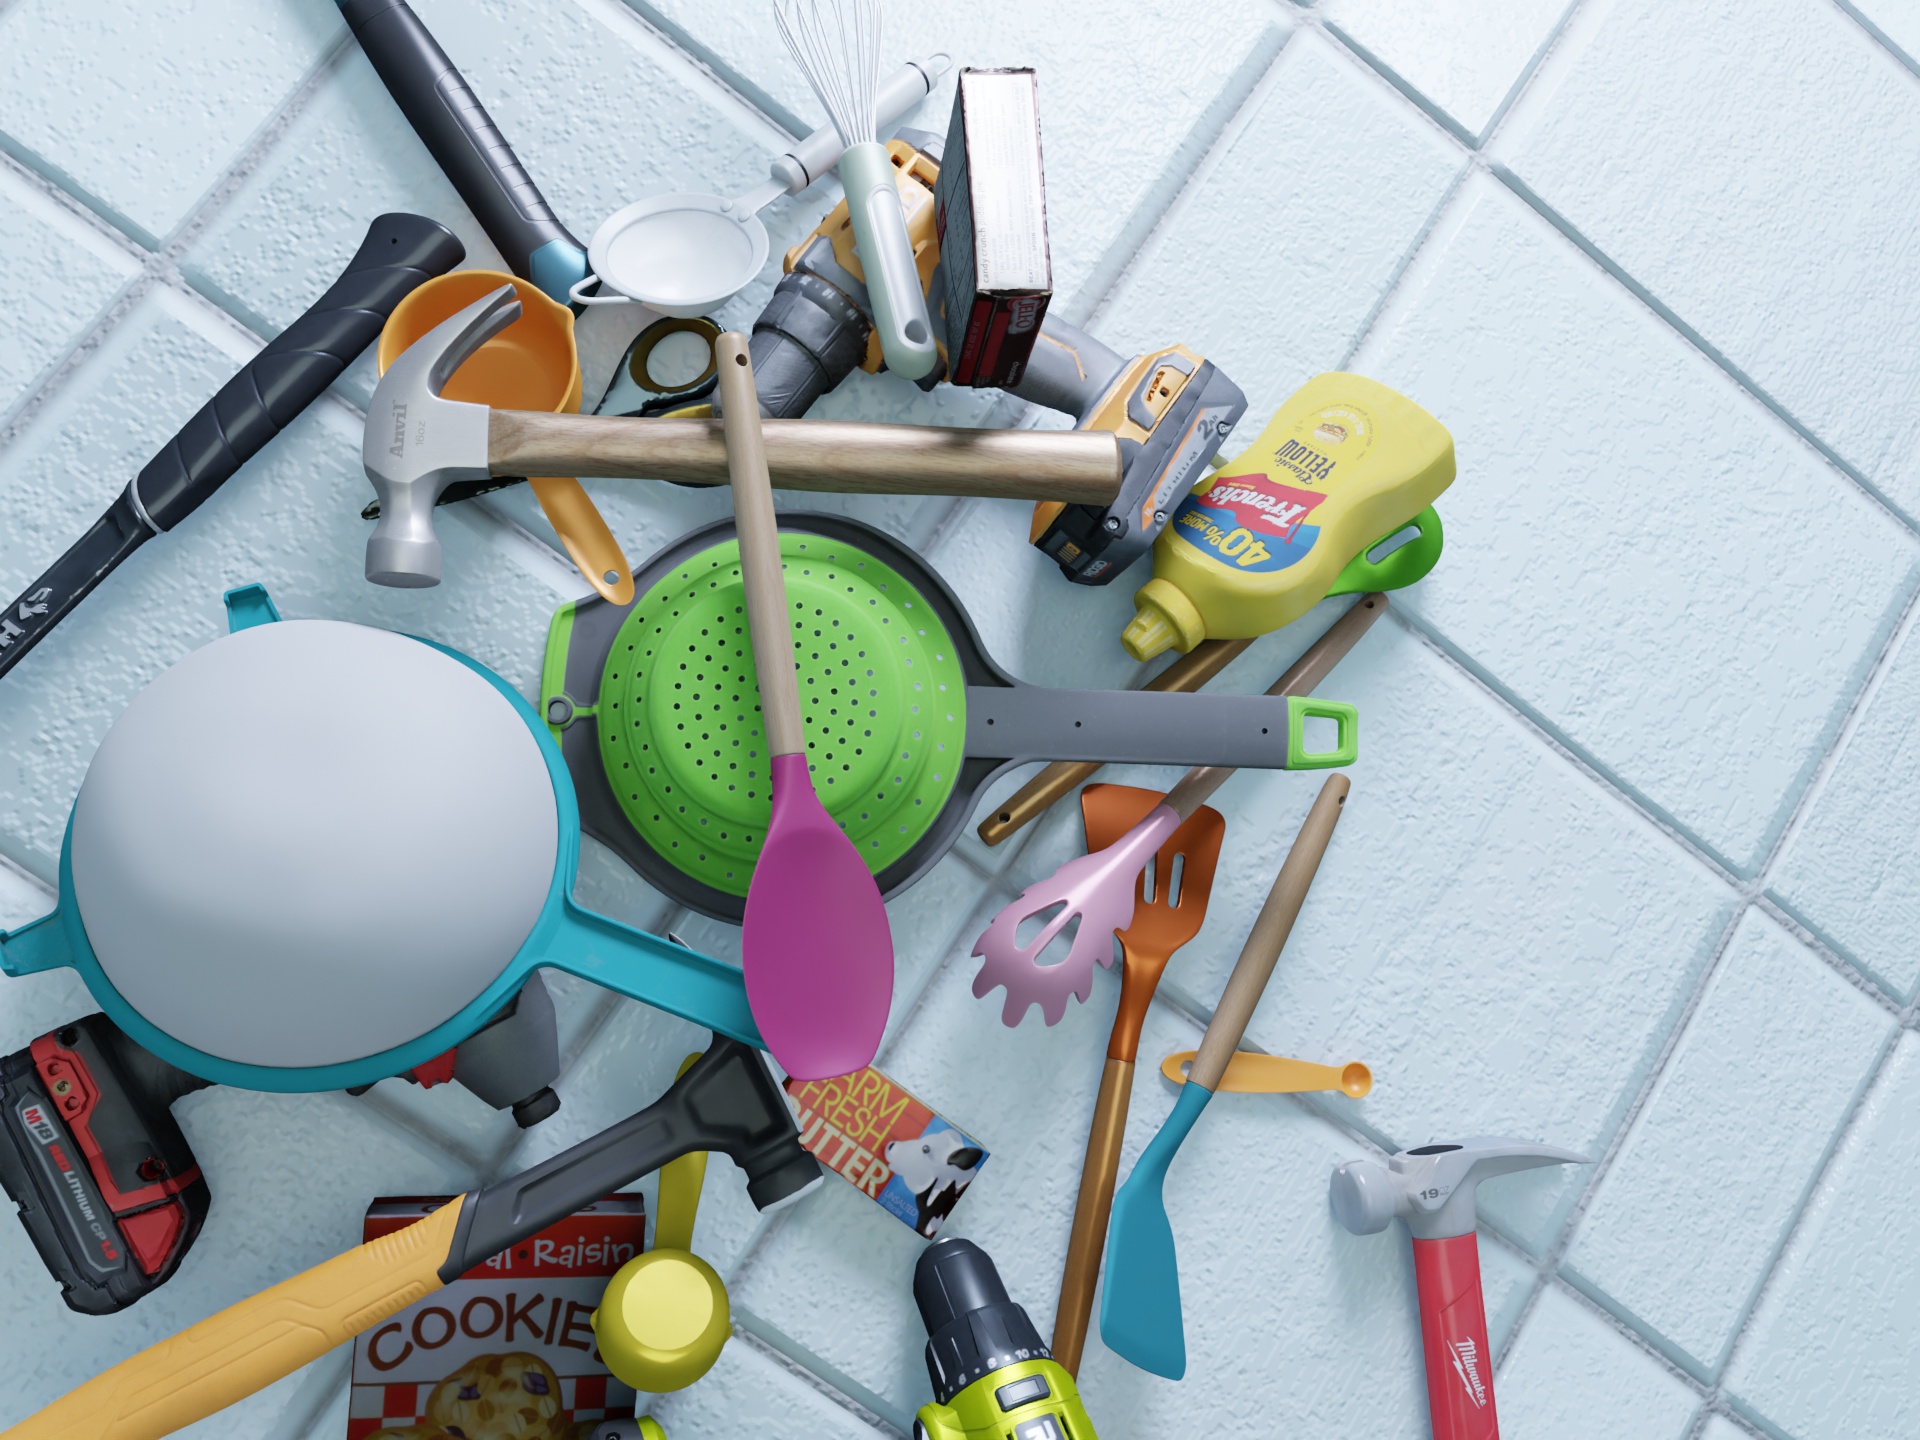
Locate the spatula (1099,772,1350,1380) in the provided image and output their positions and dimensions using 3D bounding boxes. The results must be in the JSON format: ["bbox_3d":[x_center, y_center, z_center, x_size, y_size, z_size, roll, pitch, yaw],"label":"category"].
[{"bbox_3d":[0.141,0.166,0.805,0.082,0.044,0.317,42,69,-40],"label":"spatula"}]

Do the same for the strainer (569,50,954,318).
[{"bbox_3d":[-0.090,-0.265,0.794,0.087,0.050,0.258,36,67,22],"label":"strainer"}]

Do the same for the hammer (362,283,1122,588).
[{"bbox_3d":[-0.091,-0.121,0.709,0.331,0.031,0.130,0,82,-10],"label":"hammer"}]

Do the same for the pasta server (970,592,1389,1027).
[{"bbox_3d":[0.122,0.034,0.814,0.060,0.040,0.316,40,65,16],"label":"pasta server"}]

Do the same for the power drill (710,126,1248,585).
[{"bbox_3d":[0.006,-0.161,0.788,0.226,0.084,0.185,37,73,-4],"label":"power drill"}]

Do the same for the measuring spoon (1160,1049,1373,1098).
[{"bbox_3d":[0.160,0.185,0.835,0.117,0.011,0.021,6,79,-10],"label":"measuring spoon"}]

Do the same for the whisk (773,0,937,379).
[{"bbox_3d":[-0.047,-0.272,0.750,0.057,0.059,0.246,-4,73,-32],"label":"whisk"}]

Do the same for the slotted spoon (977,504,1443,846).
[{"bbox_3d":[0.134,-0.033,0.836,0.314,0.031,0.070,-37,71,-11],"label":"slotted spoon"}]

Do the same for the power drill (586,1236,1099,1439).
[{"bbox_3d":[-0.048,0.335,0.689,0.228,0.080,0.191,-9,46,-22],"label":"power drill"}]

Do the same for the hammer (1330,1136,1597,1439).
[{"bbox_3d":[0.282,0.416,0.828,0.143,0.038,0.386,-4,86,-16],"label":"hammer"}]

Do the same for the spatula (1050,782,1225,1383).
[{"bbox_3d":[0.075,0.194,0.807,0.081,0.041,0.322,12,86,-11],"label":"spatula"}]

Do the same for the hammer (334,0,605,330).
[{"bbox_3d":[-0.275,-0.335,0.762,0.128,0.033,0.331,-35,94,-15],"label":"hammer"}]

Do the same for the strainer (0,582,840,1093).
[{"bbox_3d":[-0.206,0.060,0.644,0.340,0.095,0.211,21,63,2],"label":"strainer"}]

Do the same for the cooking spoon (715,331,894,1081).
[{"bbox_3d":[-0.076,-0.010,0.670,0.068,0.017,0.319,-4,82,-31],"label":"cooking spoon"}]

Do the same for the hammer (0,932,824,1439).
[{"bbox_3d":[-0.231,0.216,0.653,0.337,0.034,0.127,-26,78,-17],"label":"hammer"}]

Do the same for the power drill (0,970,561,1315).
[{"bbox_3d":[-0.289,0.154,0.696,0.219,0.078,0.143,-28,92,-17],"label":"power drill"}]

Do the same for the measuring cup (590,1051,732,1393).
[{"bbox_3d":[-0.126,0.216,0.713,0.062,0.029,0.157,9,52,-10],"label":"measuring cup"}]

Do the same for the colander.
[{"bbox_3d":[-0.001,-0.002,0.735,0.397,0.094,0.204,2,85,-3],"label":"colander"}]

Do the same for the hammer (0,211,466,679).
[{"bbox_3d":[-0.368,-0.079,0.698,0.149,0.036,0.409,33,73,18],"label":"hammer"}]

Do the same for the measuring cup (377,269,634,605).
[{"bbox_3d":[-0.197,-0.122,0.735,0.095,0.052,0.173,-31,86,-12],"label":"measuring cup"}]
